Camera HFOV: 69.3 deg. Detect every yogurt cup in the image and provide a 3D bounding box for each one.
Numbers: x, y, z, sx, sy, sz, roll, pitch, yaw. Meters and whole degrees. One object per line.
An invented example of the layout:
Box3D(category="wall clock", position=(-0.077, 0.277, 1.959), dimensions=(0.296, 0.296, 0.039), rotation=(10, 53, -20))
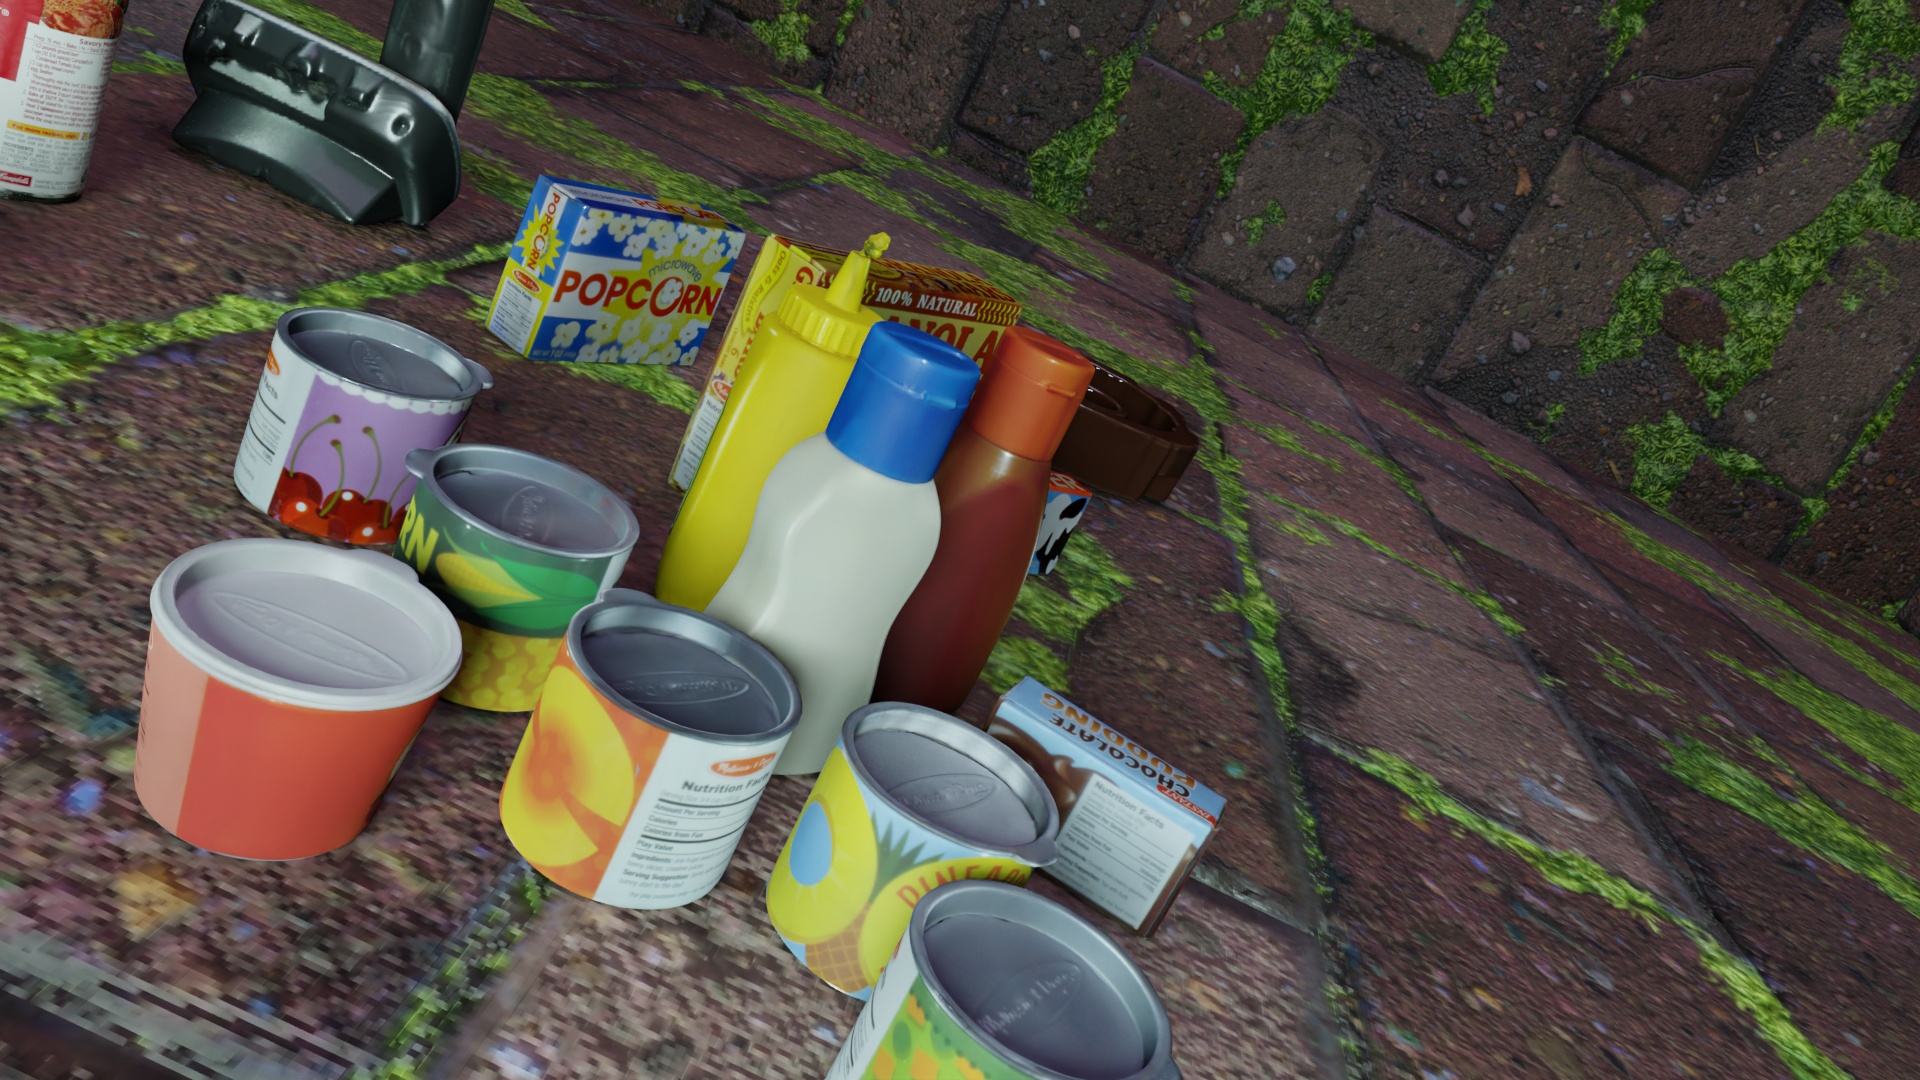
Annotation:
Box3D(category="yogurt cup", position=(-0.162, 0.039, 0.333), dimensions=(0.072, 0.053, 0.072), rotation=(24, 19, -8))

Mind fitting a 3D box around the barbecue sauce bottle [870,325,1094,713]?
Box3D(category="barbecue sauce bottle", position=(0.002, -0.007, 0.520), dimensions=(0.065, 0.148, 0.044), rotation=(15, 21, -30))

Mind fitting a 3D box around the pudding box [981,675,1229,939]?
Box3D(category="pudding box", position=(0.042, 0.089, 0.473), dimensions=(0.084, 0.049, 0.030), rotation=(30, 19, 12))

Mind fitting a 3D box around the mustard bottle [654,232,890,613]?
Box3D(category="mustard bottle", position=(-0.064, -0.042, 0.511), dimensions=(0.049, 0.159, 0.065), rotation=(25, 18, -4))

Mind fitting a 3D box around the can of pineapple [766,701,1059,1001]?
Box3D(category="can of pineapple", position=(-0.013, 0.089, 0.390), dimensions=(0.071, 0.057, 0.071), rotation=(24, 19, -8))

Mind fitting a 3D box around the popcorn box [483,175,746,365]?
Box3D(category="popcorn box", position=(-0.179, -0.138, 0.730), dimensions=(0.038, 0.085, 0.127), rotation=(34, 20, 22))

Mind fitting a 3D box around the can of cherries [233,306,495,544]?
Box3D(category="can of cherries", position=(-0.204, -0.039, 0.476), dimensions=(0.071, 0.058, 0.072), rotation=(24, 19, -8))

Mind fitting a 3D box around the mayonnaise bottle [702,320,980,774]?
Box3D(category="mayonnaise bottle", position=(-0.040, 0.005, 0.437), dimensions=(0.065, 0.147, 0.041), rotation=(13, 22, -35))

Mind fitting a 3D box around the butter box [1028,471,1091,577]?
Box3D(category="butter box", position=(0.015, -0.013, 0.704), dimensions=(0.103, 0.053, 0.024), rotation=(9, 25, -42))

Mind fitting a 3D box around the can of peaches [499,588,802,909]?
Box3D(category="can of peaches", position=(-0.086, 0.056, 0.380), dimensions=(0.071, 0.058, 0.071), rotation=(24, 19, -8))

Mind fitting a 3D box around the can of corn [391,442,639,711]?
Box3D(category="can of corn", position=(-0.143, 0.010, 0.427), dimensions=(0.071, 0.058, 0.071), rotation=(24, 19, -8))

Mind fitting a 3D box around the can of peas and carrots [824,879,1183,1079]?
Box3D(category="can of peas and carrots", position=(0.009, 0.124, 0.323), dimensions=(0.071, 0.058, 0.071), rotation=(24, 19, -8))

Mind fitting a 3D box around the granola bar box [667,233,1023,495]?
Box3D(category="granola bar box", position=(-0.051, -0.074, 0.667), dimensions=(0.039, 0.123, 0.166), rotation=(36, 21, 26))
